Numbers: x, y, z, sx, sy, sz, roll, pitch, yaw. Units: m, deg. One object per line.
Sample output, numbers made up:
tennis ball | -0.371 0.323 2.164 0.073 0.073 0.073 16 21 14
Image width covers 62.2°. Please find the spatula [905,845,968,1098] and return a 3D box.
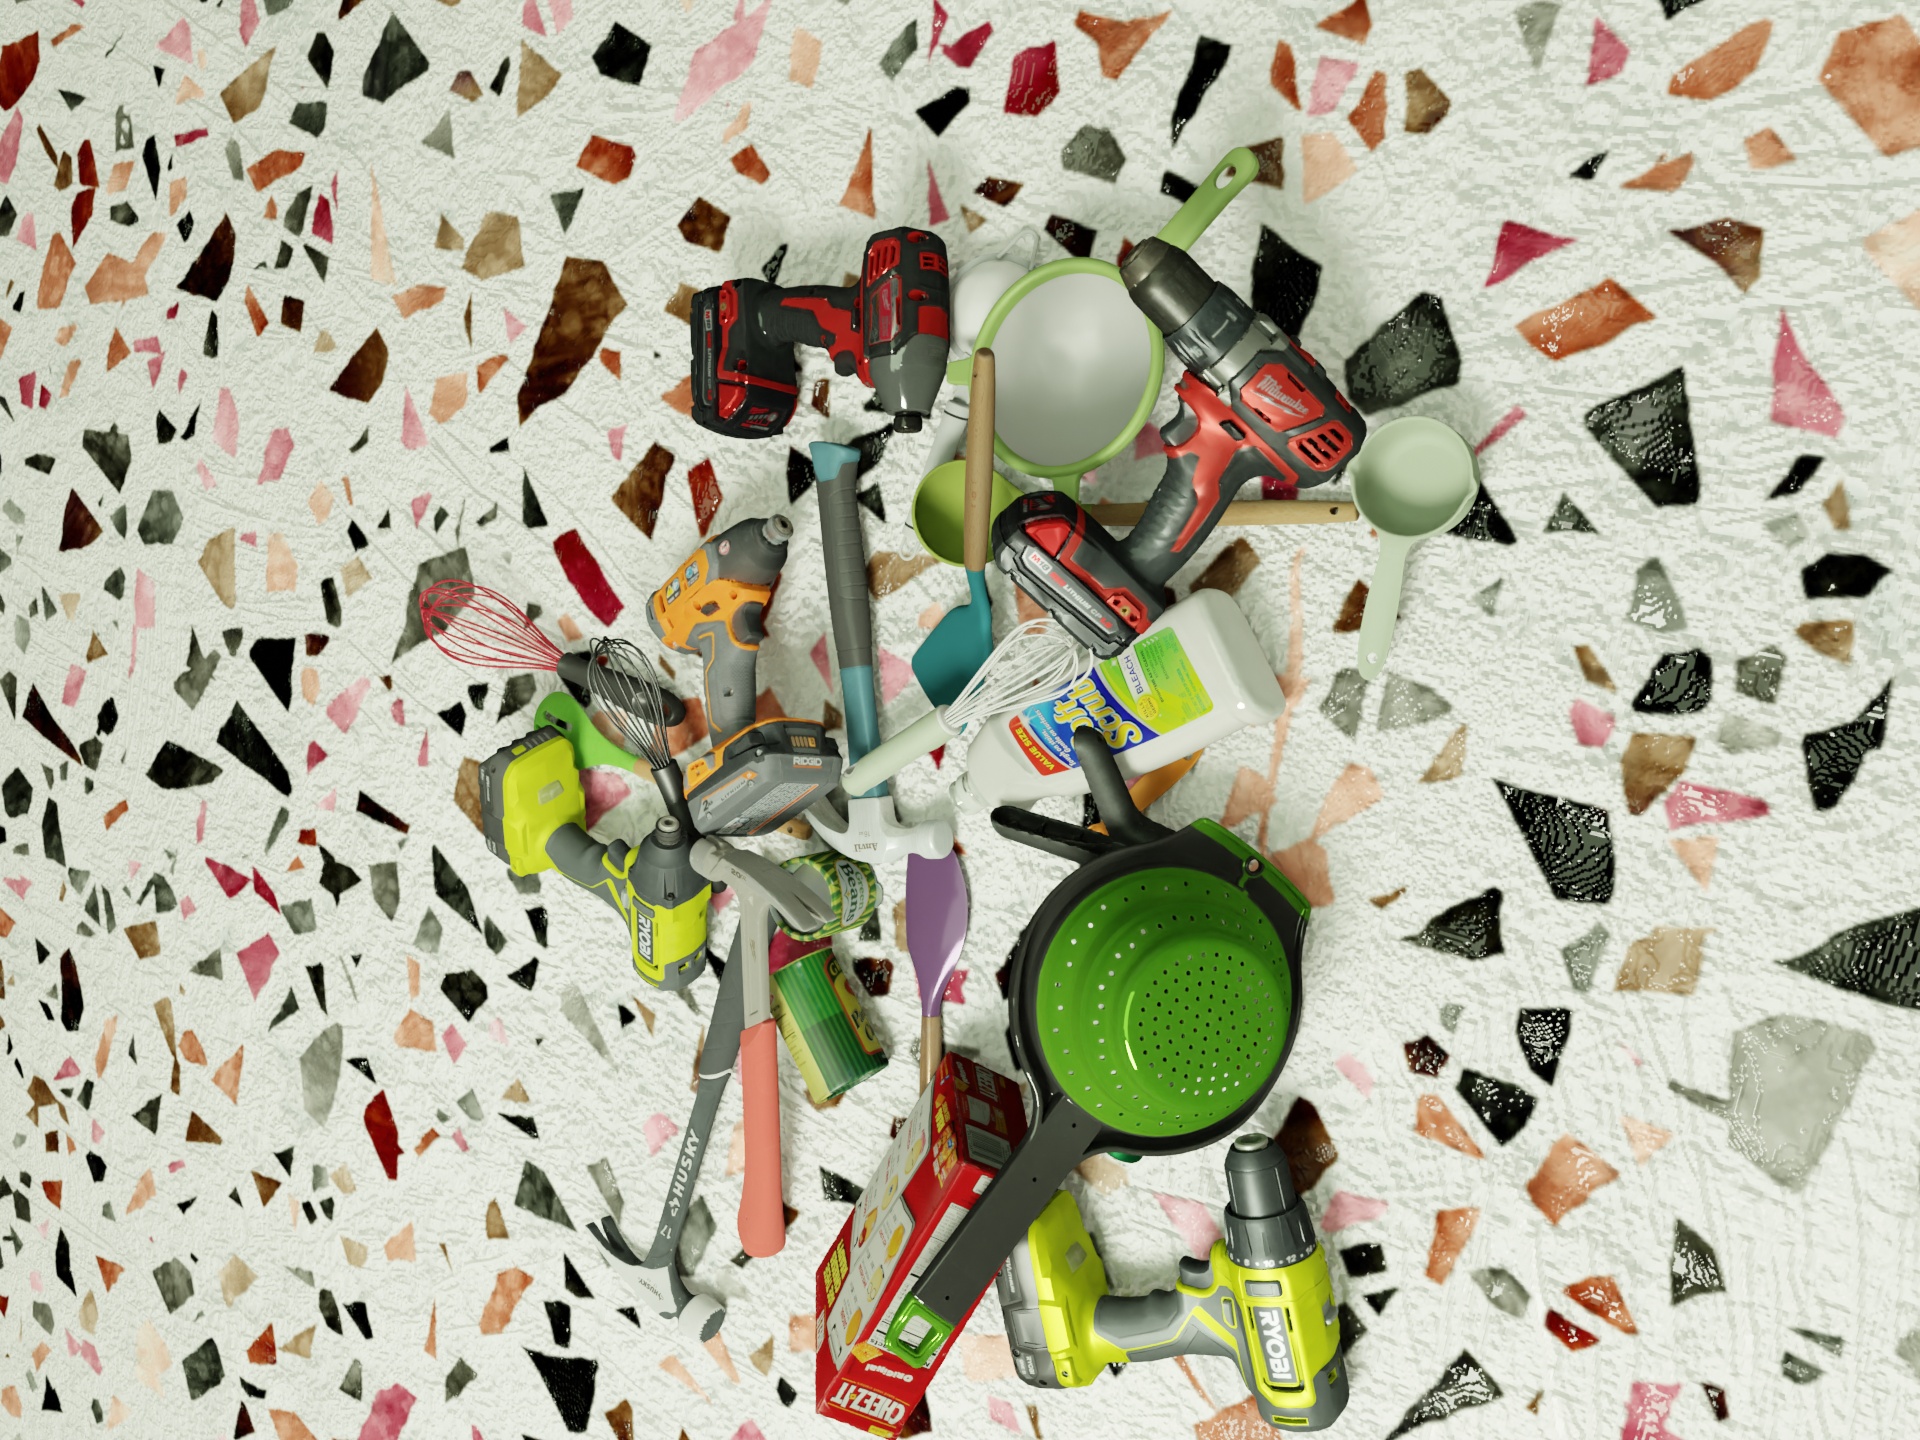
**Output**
spatula | -0.021 0.252 1.221 0.060 0.018 0.316 3 94 36

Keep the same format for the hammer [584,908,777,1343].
hammer | -0.213 0.309 1.332 0.149 0.036 0.409 24 104 29

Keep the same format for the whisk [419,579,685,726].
whisk | -0.360 -0.055 1.390 0.296 0.073 0.073 22 104 21

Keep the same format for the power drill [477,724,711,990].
power drill | -0.298 0.104 1.322 0.223 0.080 0.171 31 135 26

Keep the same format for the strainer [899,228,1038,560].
strainer | 0.002 -0.236 1.171 0.087 0.050 0.258 25 109 13

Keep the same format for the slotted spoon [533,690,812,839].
slotted spoon | -0.253 0.044 1.346 0.314 0.031 0.070 19 110 27

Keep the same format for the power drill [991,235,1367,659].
power drill | 0.118 -0.171 1.008 0.187 0.080 0.226 41 109 -14

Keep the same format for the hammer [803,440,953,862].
hammer | -0.081 -0.055 1.230 0.128 0.033 0.331 -7 88 34

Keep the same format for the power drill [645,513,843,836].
power drill | -0.164 -0.041 1.226 0.164 0.084 0.227 -35 61 40

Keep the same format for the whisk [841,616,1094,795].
whisk | -0.002 -0.004 1.130 0.059 0.058 0.246 45 128 -16

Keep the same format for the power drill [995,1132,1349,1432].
power drill | 0.141 0.379 1.090 0.228 0.080 0.190 -10 95 29

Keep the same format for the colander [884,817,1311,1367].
colander | 0.090 0.247 0.996 0.204 0.094 0.397 39 83 -10

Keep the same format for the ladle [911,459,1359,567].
ladle | 0.112 -0.144 1.099 0.320 0.062 0.078 3 92 28

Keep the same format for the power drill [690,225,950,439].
power drill | -0.101 -0.275 1.188 0.220 0.078 0.143 -2 89 38

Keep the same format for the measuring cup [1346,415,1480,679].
measuring cup | 0.281 -0.108 1.010 0.083 0.038 0.167 16 103 29

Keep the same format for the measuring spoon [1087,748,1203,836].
measuring spoon | 0.131 0.052 1.125 0.117 0.011 0.021 -45 61 21

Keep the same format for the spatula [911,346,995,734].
spatula | 0.002 -0.121 1.091 0.082 0.044 0.317 56 158 34

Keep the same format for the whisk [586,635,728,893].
whisk | -0.243 0.038 1.291 0.055 0.055 0.238 -11 111 31

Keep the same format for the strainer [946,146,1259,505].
strainer | 0.118 -0.274 1.082 0.256 0.069 0.152 -47 64 19

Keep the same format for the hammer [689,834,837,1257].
hammer | -0.149 0.270 1.225 0.149 0.036 0.358 26 124 43
